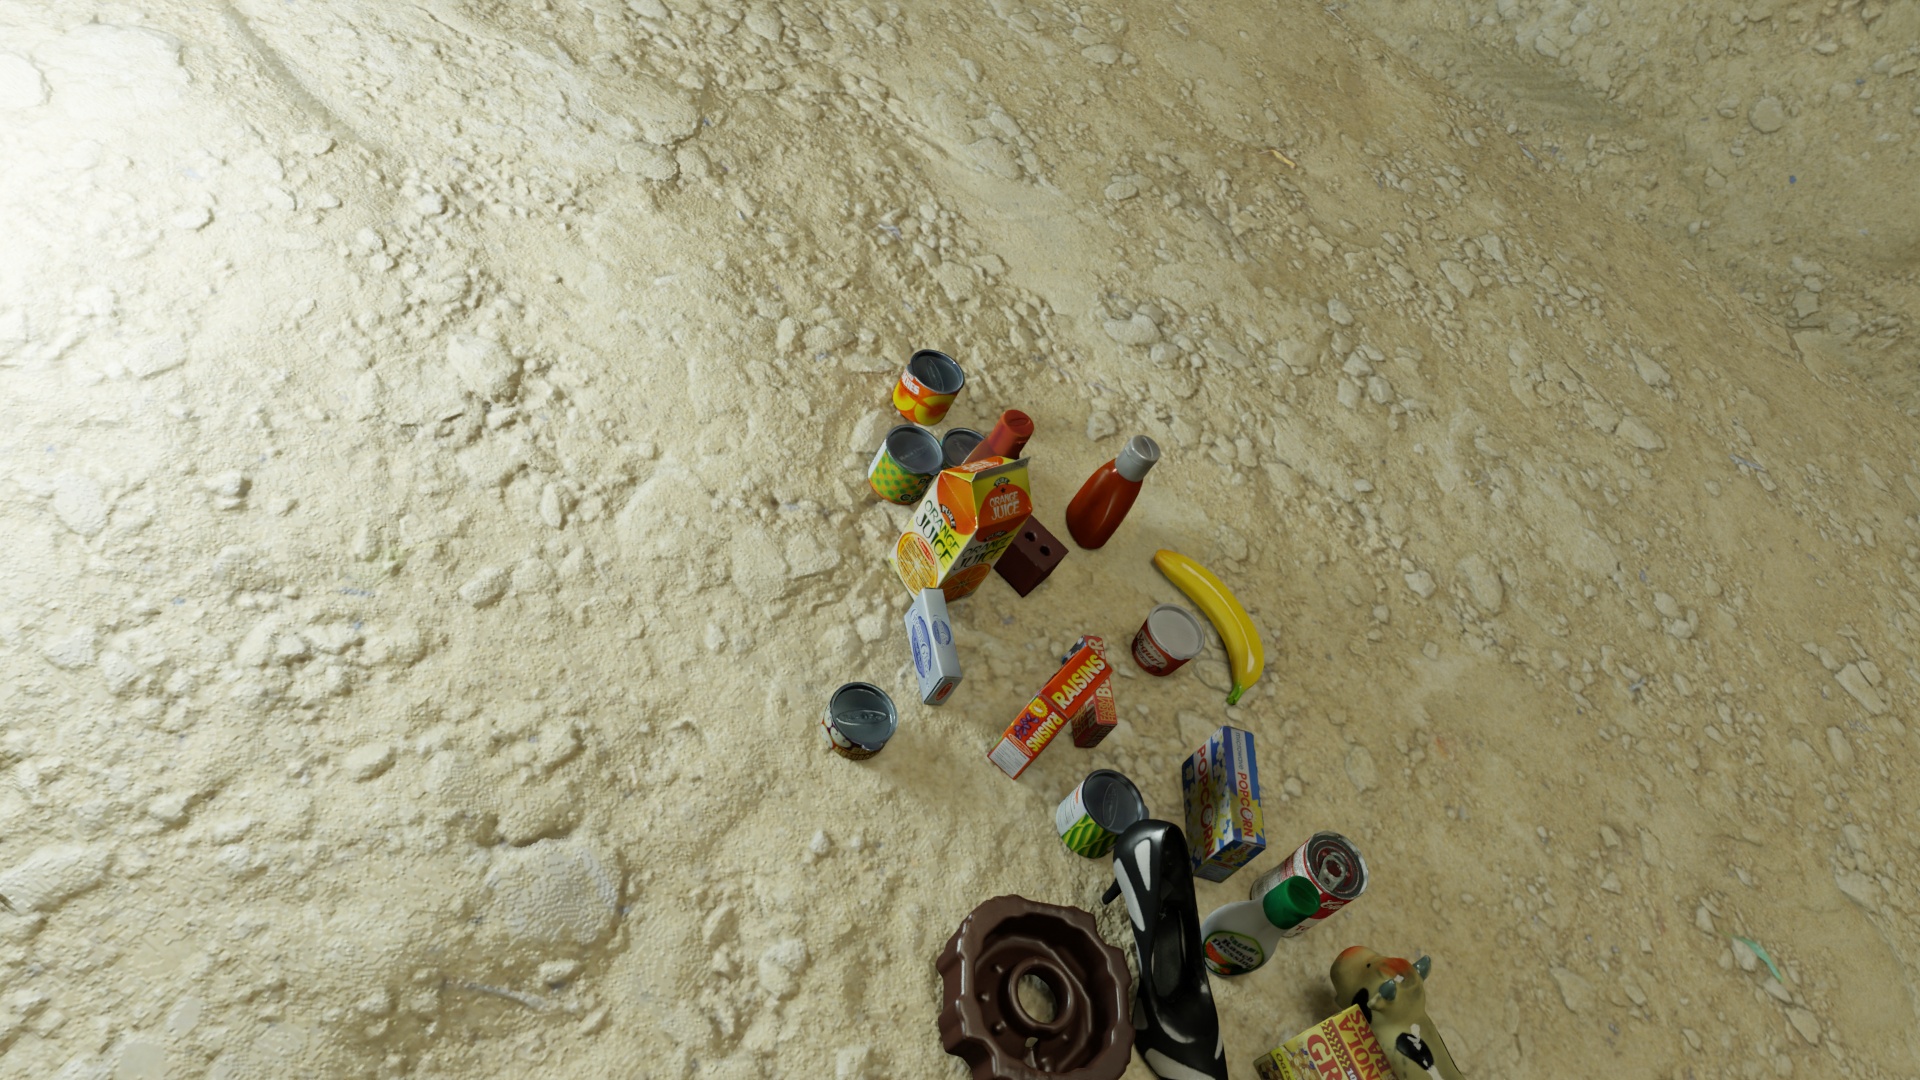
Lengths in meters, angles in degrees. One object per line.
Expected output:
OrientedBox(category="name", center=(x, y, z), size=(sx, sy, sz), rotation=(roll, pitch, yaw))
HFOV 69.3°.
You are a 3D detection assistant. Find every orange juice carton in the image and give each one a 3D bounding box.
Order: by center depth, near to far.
OrientedBox(category="orange juice carton", center=(0.005, -0.017, 1.370), size=(0.072, 0.191, 0.073), rotation=(-16, 64, -36))

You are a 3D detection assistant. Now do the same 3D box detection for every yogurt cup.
OrientedBox(category="yogurt cup", center=(0.218, 0.108, 1.477), size=(0.072, 0.053, 0.073), rotation=(15, 49, -17))

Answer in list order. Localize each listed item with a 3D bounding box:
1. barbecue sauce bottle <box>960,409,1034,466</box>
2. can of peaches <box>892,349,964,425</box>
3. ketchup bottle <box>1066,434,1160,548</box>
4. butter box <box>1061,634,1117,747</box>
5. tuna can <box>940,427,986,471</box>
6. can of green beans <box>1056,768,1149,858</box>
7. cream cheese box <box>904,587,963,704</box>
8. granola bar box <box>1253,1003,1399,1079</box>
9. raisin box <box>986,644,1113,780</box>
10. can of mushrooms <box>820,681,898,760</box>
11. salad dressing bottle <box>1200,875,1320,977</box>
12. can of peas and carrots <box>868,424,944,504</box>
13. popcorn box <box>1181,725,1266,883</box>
OrientedBox(category="barbecue sauce bottle", center=(0.031, -0.077, 1.462), size=(0.065, 0.147, 0.044), rotation=(-12, 61, -35))
OrientedBox(category="can of peaches", center=(-0.038, -0.172, 1.563), size=(0.071, 0.057, 0.071), rotation=(15, 49, -17))
OrientedBox(category="ketchup bottle", center=(0.167, -0.056, 1.516), size=(0.043, 0.148, 0.065), rotation=(1, 54, -27))
OrientedBox(category="butter box", center=(0.129, 0.152, 1.396), size=(0.024, 0.052, 0.104), rotation=(10, 51, -21))
OrientedBox(category="tuna can", center=(0.002, -0.089, 1.535), size=(0.071, 0.032, 0.071), rotation=(14, 49, -17))
OrientedBox(category="can of green beans", center=(0.131, 0.258, 1.309), size=(0.071, 0.057, 0.071), rotation=(15, 49, -17))
OrientedBox(category="cream cheese box", center=(-0.027, 0.103, 1.353), size=(0.024, 0.053, 0.104), rotation=(4, 53, -25))
OrientedBox(category="granola bar box", center=(0.332, 0.497, 1.178), size=(0.039, 0.123, 0.166), rotation=(-8, 59, -33))
OrientedBox(category="raisin box", center=(0.084, 0.163, 1.315), size=(0.040, 0.122, 0.086), rotation=(43, 47, 9))
OrientedBox(category="can of mushrooms", center=(-0.093, 0.169, 1.279), size=(0.071, 0.033, 0.071), rotation=(14, 49, -17))
OrientedBox(category="salad dressing bottle", center=(0.267, 0.346, 1.249), size=(0.064, 0.146, 0.044), rotation=(36, 46, 2))
OrientedBox(category="can of peas and carrots", center=(-0.056, -0.079, 1.479), size=(0.071, 0.058, 0.071), rotation=(15, 49, -17))
OrientedBox(category="popcorn box", center=(0.256, 0.257, 1.357), size=(0.038, 0.084, 0.127), rotation=(16, 49, -16))
